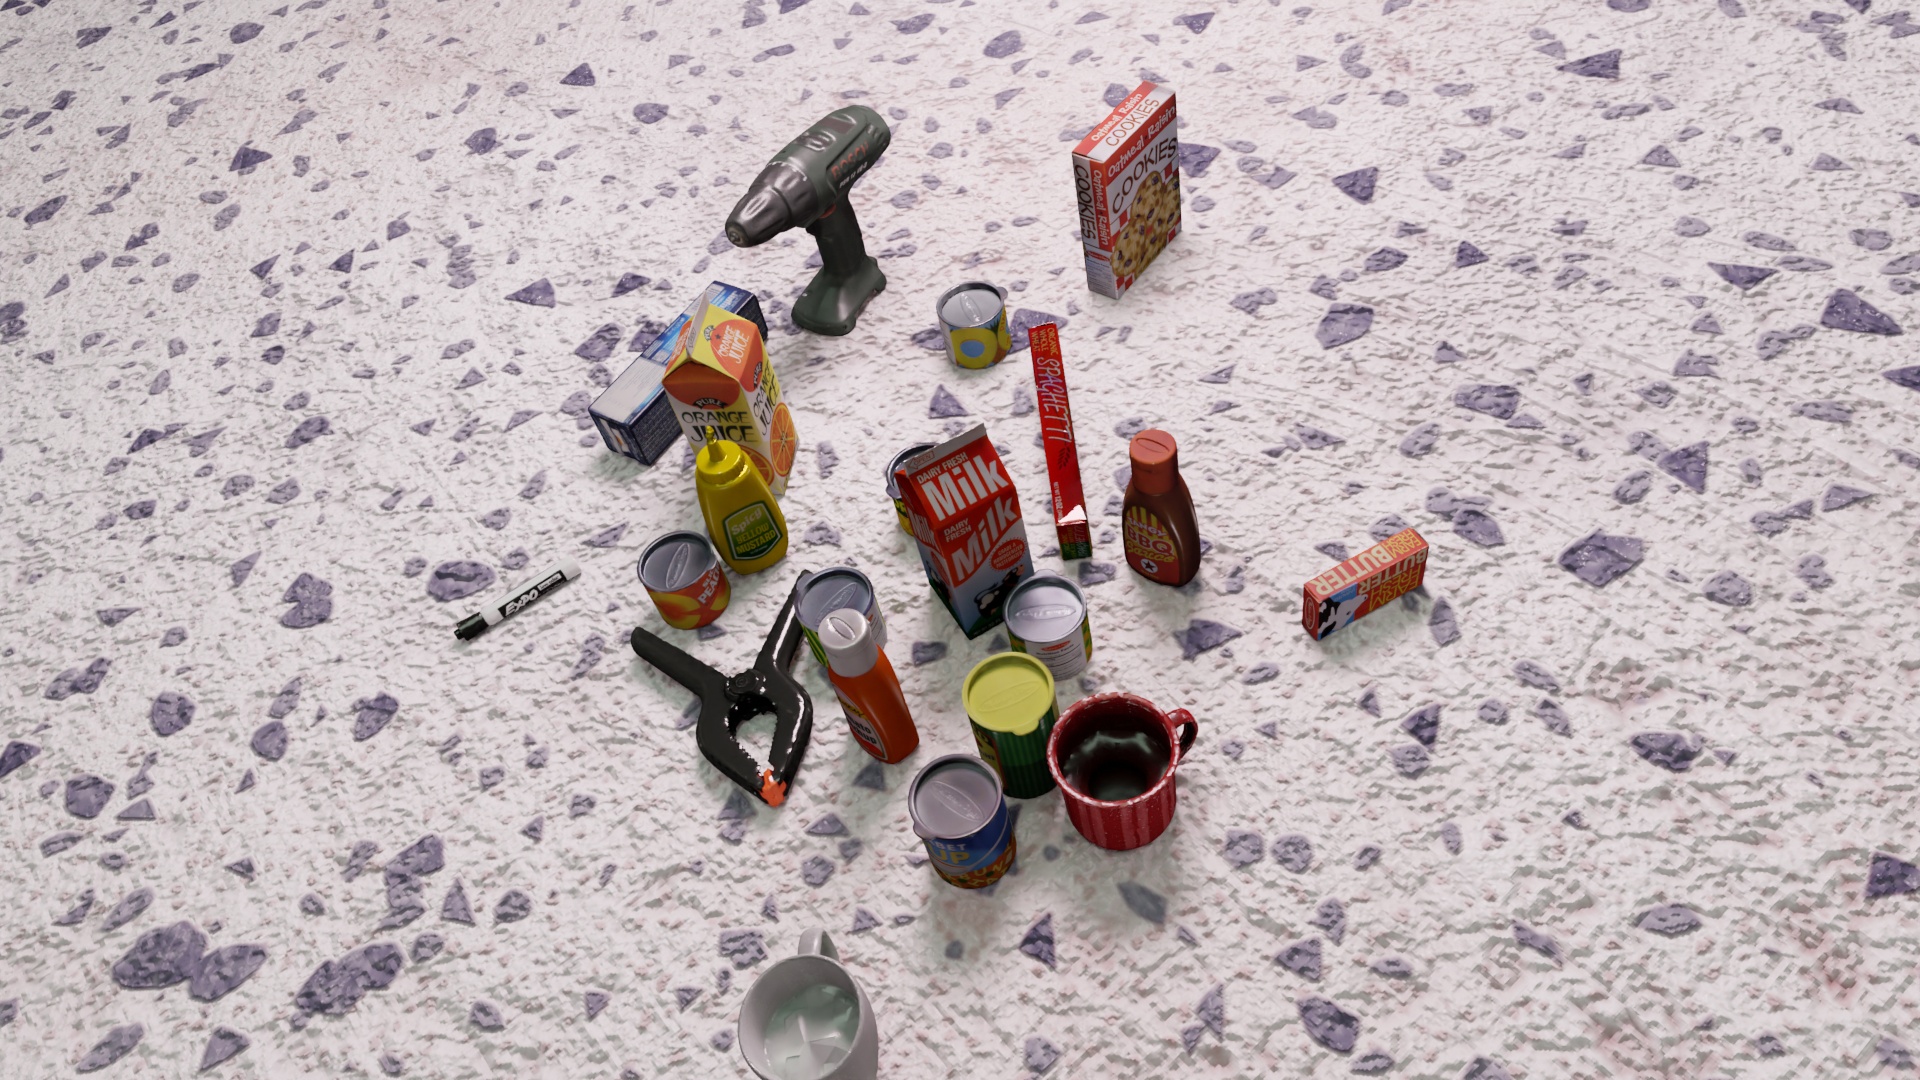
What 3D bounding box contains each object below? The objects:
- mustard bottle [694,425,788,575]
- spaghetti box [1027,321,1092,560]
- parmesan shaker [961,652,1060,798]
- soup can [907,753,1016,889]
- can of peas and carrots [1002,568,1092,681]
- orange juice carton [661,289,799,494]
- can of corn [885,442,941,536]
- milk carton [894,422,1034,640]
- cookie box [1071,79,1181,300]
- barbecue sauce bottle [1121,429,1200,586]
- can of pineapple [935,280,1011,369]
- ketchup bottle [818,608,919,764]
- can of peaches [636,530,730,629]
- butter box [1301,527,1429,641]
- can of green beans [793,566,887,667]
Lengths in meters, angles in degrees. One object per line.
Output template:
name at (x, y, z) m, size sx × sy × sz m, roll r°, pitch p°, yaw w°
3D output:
mustard bottle at (-0.192, -0.037, 1.176) m, size 0.065 × 0.159 × 0.049 m, roll -28°, pitch 51°, yaw -11°
spaghetti box at (0.088, -0.094, 1.236) m, size 0.029 × 0.050 × 0.251 m, roll -9°, pitch 50°, yaw 5°
parmesan shaker at (0.043, 0.140, 1.019) m, size 0.071 × 0.102 × 0.072 m, roll -6°, pitch 50°, yaw 7°
soup can at (0.001, 0.203, 0.989) m, size 0.071 × 0.083 × 0.072 m, roll -6°, pitch 50°, yaw 7°
can of peas and carrots at (0.070, 0.068, 1.102) m, size 0.071 × 0.058 × 0.071 m, roll -6°, pitch 50°, yaw 7°
orange juice carton at (-0.206, -0.128, 1.232) m, size 0.073 × 0.191 × 0.072 m, roll 0°, pitch 51°, yaw 12°
can of corn at (-0.029, -0.041, 1.212) m, size 0.071 × 0.058 × 0.071 m, roll -6°, pitch 50°, yaw 7°
milk carton at (0.004, -0.014, 1.096) m, size 0.072 × 0.189 × 0.074 m, roll -28°, pitch 51°, yaw -11°
cookie box at (0.163, -0.338, 1.345) m, size 0.040 × 0.166 × 0.123 m, roll 26°, pitch 61°, yaw 29°
barbecue sauce bottle at (0.157, -0.026, 1.102) m, size 0.065 × 0.147 × 0.044 m, roll 25°, pitch 60°, yaw 28°
can of pineapple at (0.015, -0.208, 1.340) m, size 0.071 × 0.057 × 0.071 m, roll -6°, pitch 50°, yaw 7°
ketchup bottle at (-0.071, 0.107, 1.040) m, size 0.044 × 0.148 × 0.065 m, roll -40°, pitch 54°, yaw -20°
can of peaches at (-0.234, 0.035, 1.192) m, size 0.071 × 0.057 × 0.071 m, roll -6°, pitch 50°, yaw 7°
butter box at (0.315, 0.034, 1.083) m, size 0.104 × 0.053 × 0.024 m, roll -27°, pitch 51°, yaw -10°
can of green beans at (-0.097, 0.064, 1.140) m, size 0.071 × 0.057 × 0.071 m, roll -6°, pitch 50°, yaw 7°
